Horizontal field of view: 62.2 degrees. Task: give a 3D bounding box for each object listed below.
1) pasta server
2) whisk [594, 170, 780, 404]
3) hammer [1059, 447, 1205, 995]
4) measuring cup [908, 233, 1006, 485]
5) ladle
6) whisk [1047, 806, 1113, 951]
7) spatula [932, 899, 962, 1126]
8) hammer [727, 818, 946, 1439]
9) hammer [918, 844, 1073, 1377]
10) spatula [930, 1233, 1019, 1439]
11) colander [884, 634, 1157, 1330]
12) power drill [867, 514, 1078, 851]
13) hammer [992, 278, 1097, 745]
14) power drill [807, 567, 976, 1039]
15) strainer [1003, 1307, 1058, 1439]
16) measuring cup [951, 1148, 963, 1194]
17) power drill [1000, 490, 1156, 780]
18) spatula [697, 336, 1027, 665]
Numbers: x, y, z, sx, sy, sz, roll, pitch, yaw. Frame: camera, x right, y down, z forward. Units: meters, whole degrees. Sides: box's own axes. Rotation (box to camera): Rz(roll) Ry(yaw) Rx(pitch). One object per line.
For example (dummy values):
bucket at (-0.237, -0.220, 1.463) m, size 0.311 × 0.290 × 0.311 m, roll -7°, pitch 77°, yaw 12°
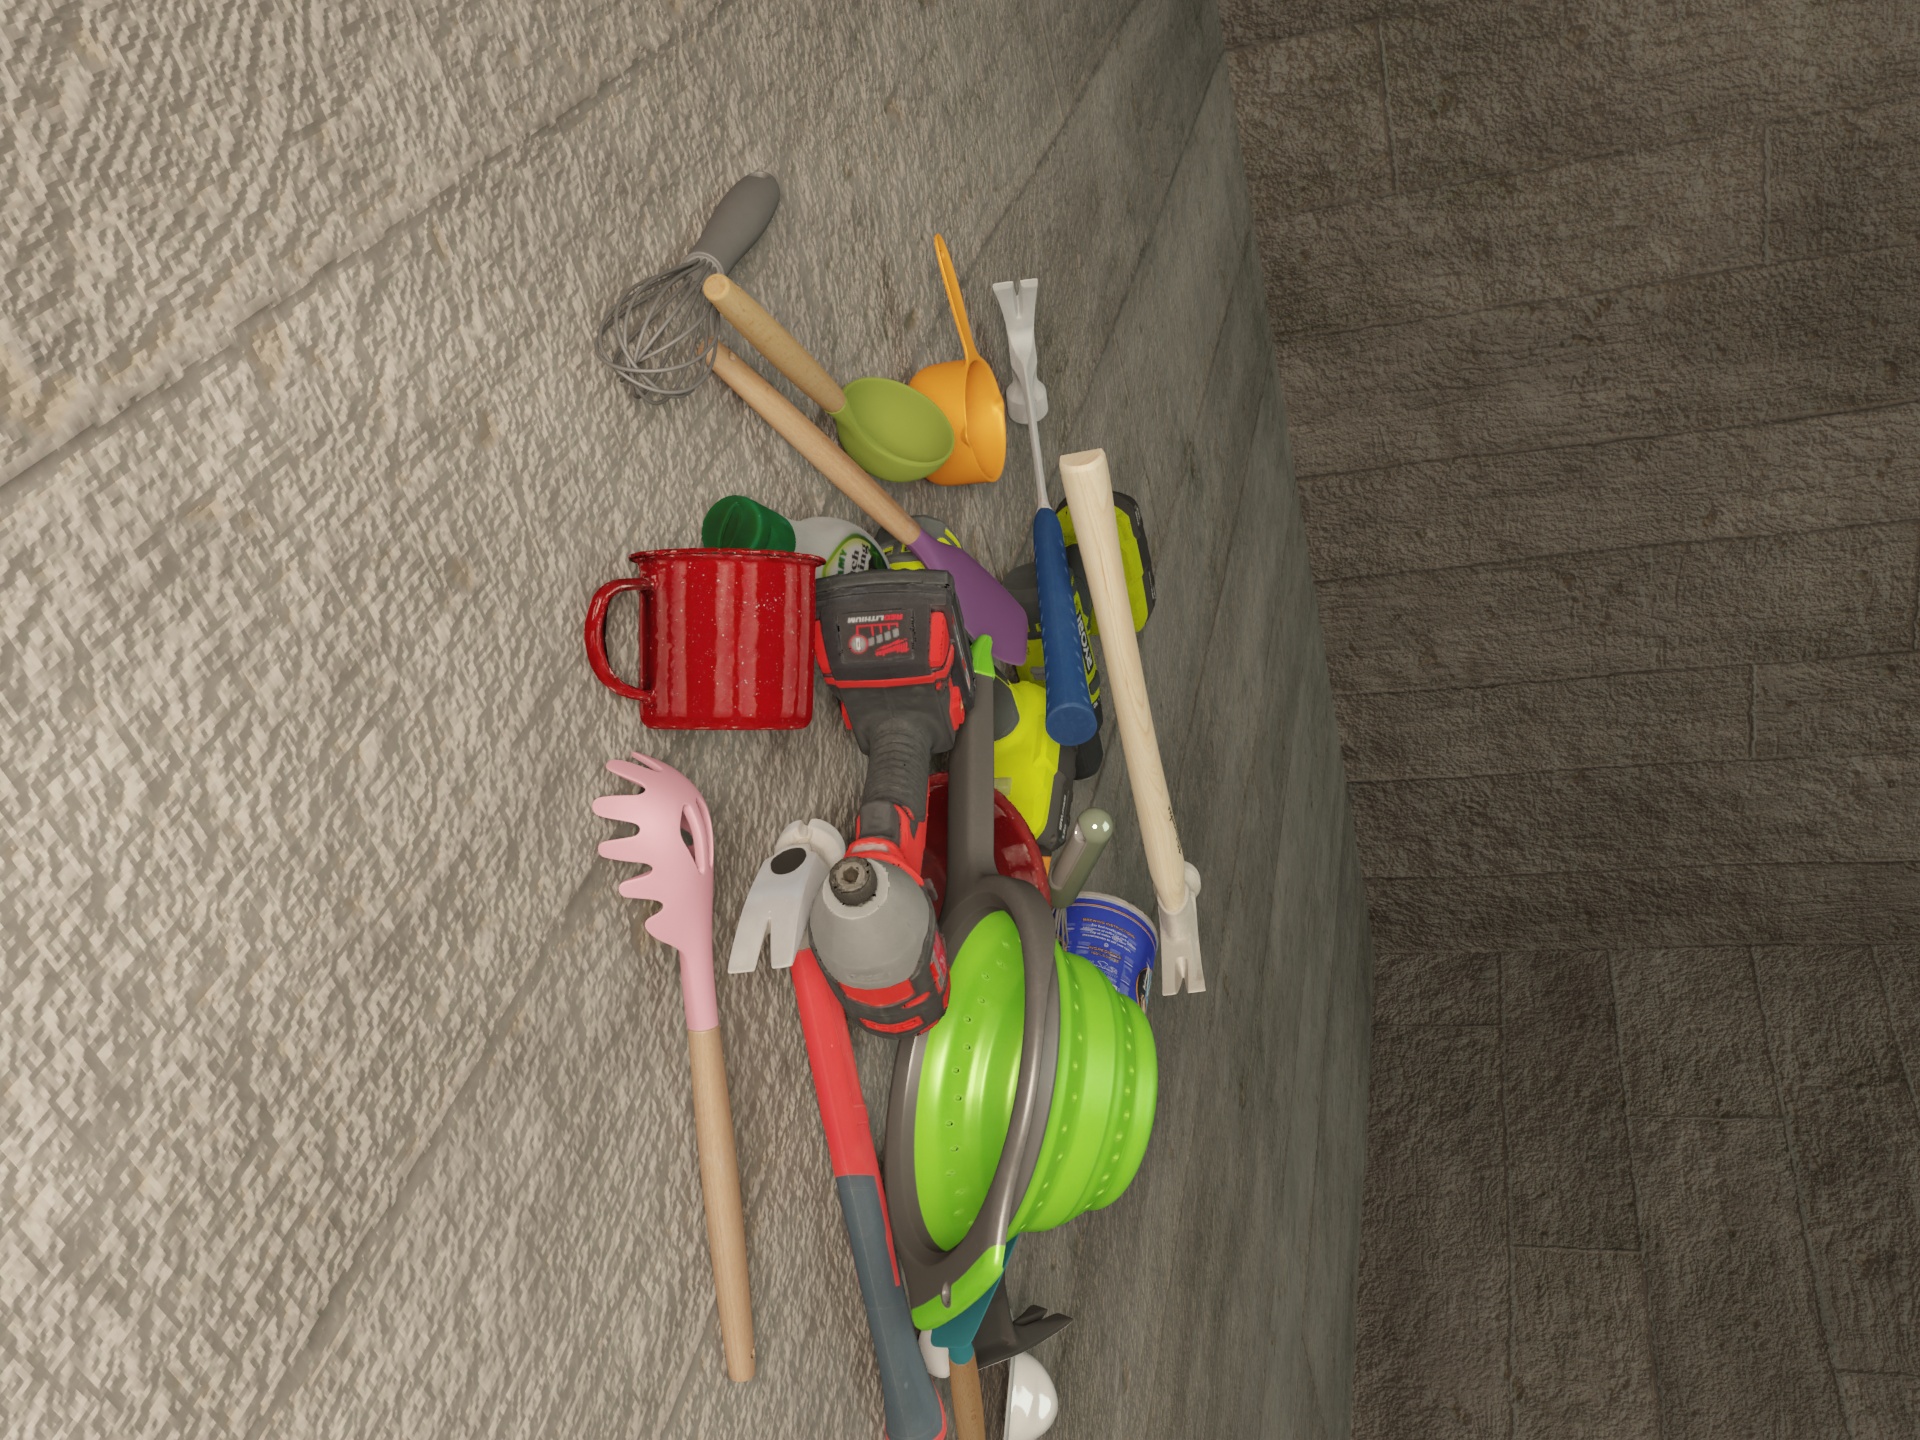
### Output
pasta server at (-0.127, 0.170, 0.758) m, size 0.060 × 0.040 × 0.316 m, roll -34°, pitch 122°, yaw -67°
whisk at (-0.128, -0.229, 0.808) m, size 0.239 × 0.055 × 0.055 m, roll -76°, pitch 153°, yaw -49°
hammer at (0.126, 0.005, 1.145) m, size 0.146 × 0.038 × 0.410 m, roll -81°, pitch 159°, yaw -60°
measuring cup at (-0.015, -0.247, 1.108) m, size 0.095 × 0.052 × 0.173 m, roll -57°, pitch 136°, yaw -59°
ladle at (-0.069, -0.192, 0.873) m, size 0.078 × 0.062 × 0.320 m, roll 46°, pitch 5°, yaw 12°
whisk at (0.065, 0.123, 1.106) m, size 0.246 × 0.059 × 0.058 m, roll 109°, pitch -34°, yaw -58°
spatula at (-0.016, 0.207, 1.054) m, size 0.081 × 0.041 × 0.322 m, roll -31°, pitch 119°, yaw -68°
hammer at (-0.059, 0.256, 0.871) m, size 0.143 × 0.038 × 0.386 m, roll -76°, pitch 158°, yaw -69°
hammer at (0.035, 0.249, 1.046) m, size 0.127 × 0.034 × 0.337 m, roll 5°, pitch 89°, yaw -49°
spatula at (0.011, 0.398, 0.959) m, size 0.317 × 0.044 × 0.082 m, roll 86°, pitch 26°, yaw -45°
colander at (0.039, 0.122, 0.860) m, size 0.204 × 0.094 × 0.398 m, roll 124°, pitch -26°, yaw -49°
power drill at (-0.002, -0.003, 1.053) m, size 0.223 × 0.080 × 0.171 m, roll 52°, pitch 38°, yaw -47°
hammer at (0.059, -0.157, 1.157) m, size 0.143 × 0.035 × 0.406 m, roll 80°, pitch 5°, yaw -51°
power drill at (-0.038, 0.037, 0.809) m, size 0.143 × 0.078 × 0.220 m, roll 75°, pitch 14°, yaw -58°
strainer at (0.029, 0.533, 1.080) m, size 0.086 × 0.050 × 0.259 m, roll 87°, pitch 16°, yaw -52°
measuring cup at (-0.007, 0.280, 0.925) m, size 0.167 × 0.038 × 0.083 m, roll 120°, pitch -40°, yaw -64°
power drill at (0.104, -0.079, 1.361) m, size 0.229 × 0.080 × 0.190 m, roll -62°, pitch 142°, yaw -51°
spatula at (-0.044, -0.121, 0.937) m, size 0.315 × 0.018 × 0.060 m, roll 40°, pitch 44°, yaw -43°
